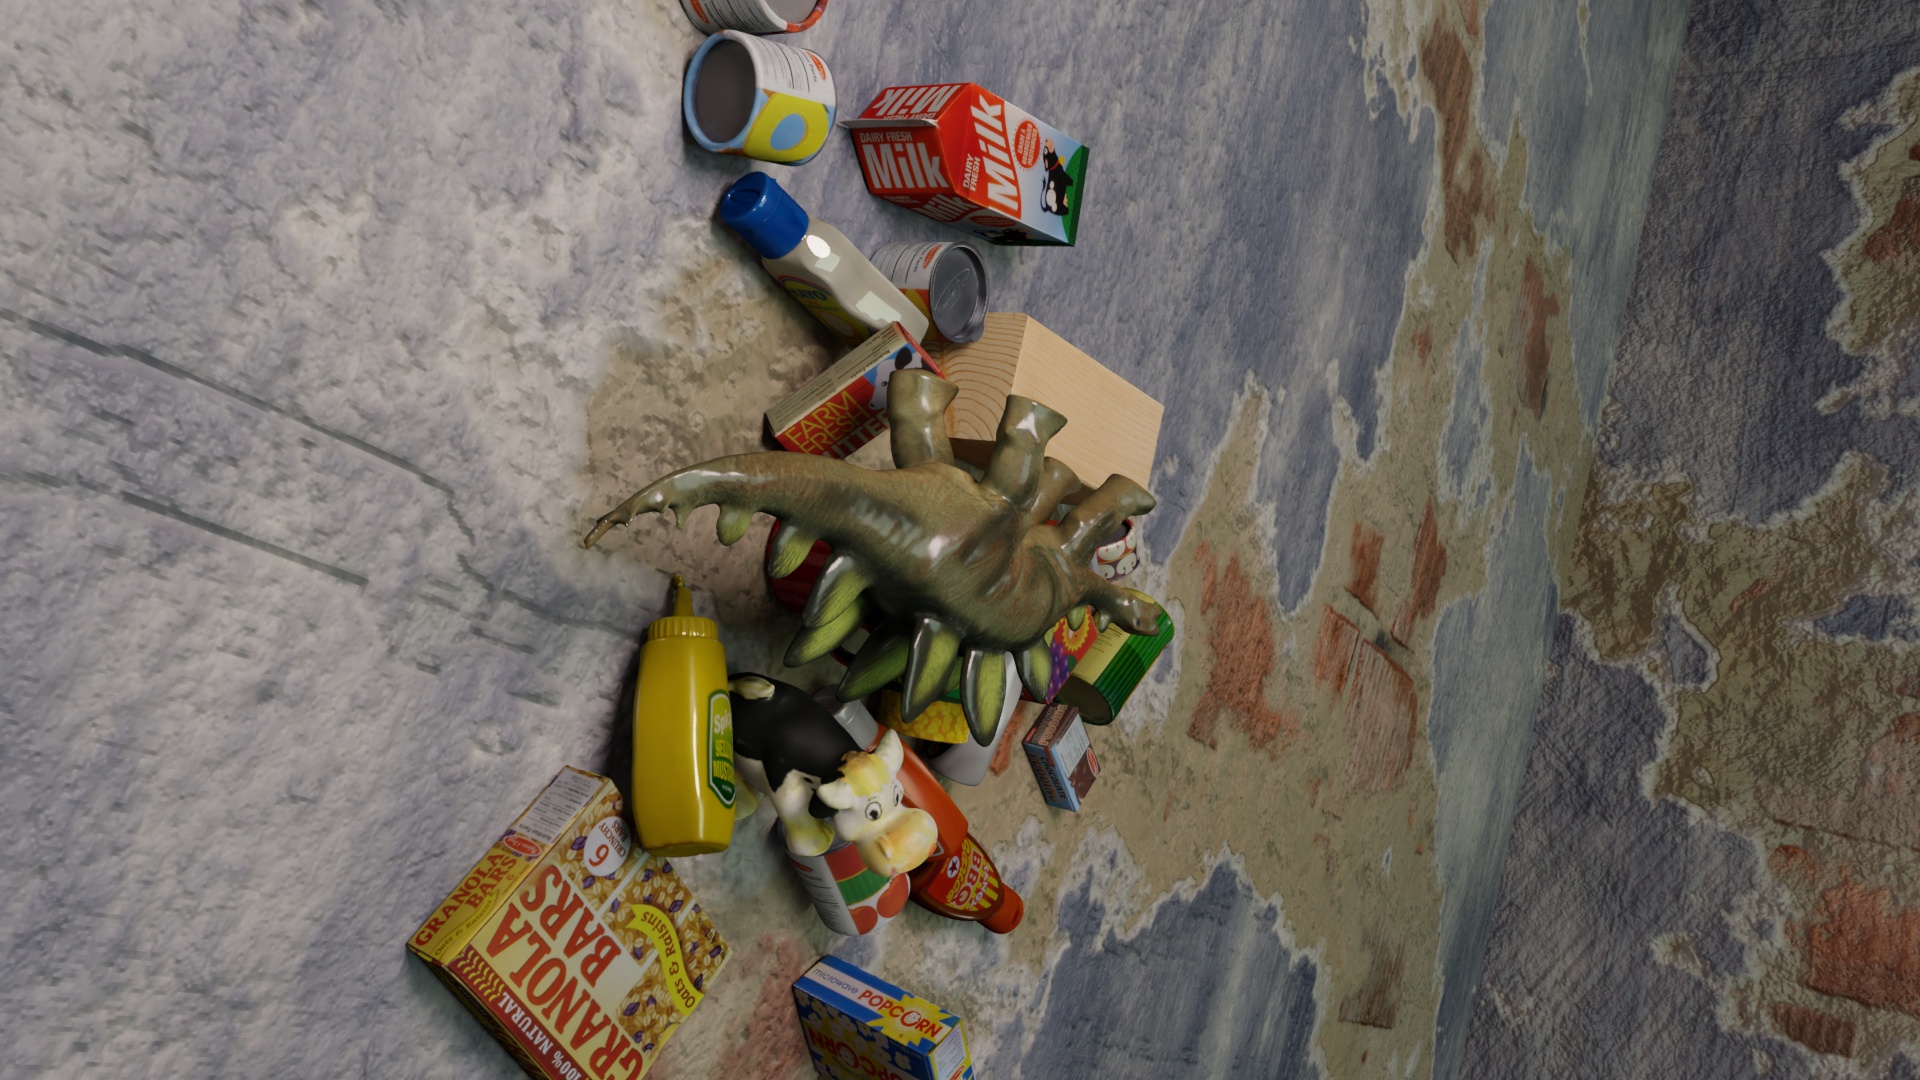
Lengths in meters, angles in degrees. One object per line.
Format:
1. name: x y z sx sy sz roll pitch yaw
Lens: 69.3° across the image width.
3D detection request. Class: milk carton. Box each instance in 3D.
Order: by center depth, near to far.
1. milk carton: 0.005 -0.253 0.928 0.191 0.072 0.073 6 93 -54

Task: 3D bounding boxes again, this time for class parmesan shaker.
1. parmesan shaker: 0.125 0.098 1.172 0.103 0.071 0.071 -49 134 -31

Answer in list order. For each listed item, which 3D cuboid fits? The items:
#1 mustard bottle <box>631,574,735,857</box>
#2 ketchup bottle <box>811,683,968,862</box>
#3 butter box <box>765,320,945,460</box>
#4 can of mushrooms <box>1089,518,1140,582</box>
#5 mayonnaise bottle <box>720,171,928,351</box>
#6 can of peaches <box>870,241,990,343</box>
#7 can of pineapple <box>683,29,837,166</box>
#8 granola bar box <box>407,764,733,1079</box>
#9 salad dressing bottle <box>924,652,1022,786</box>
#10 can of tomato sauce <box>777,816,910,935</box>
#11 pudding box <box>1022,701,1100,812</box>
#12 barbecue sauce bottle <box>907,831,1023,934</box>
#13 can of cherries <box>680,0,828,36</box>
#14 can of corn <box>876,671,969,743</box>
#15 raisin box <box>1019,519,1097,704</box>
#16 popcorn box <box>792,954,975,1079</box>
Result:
1. mustard bottle: -0.155 0.094 0.780 0.065 0.049 0.160 63 21 -71
2. ketchup bottle: -0.054 0.159 0.946 0.148 0.064 0.044 58 44 -31
3. butter box: -0.064 -0.087 0.857 0.103 0.024 0.053 -34 140 10
4. can of mushrooms: 0.113 0.005 1.135 0.071 0.071 0.033 -38 125 -44
5. mayonnaise bottle: -0.083 -0.162 0.838 0.148 0.065 0.041 39 71 -46
6. can of peaches: -0.022 -0.163 0.923 0.071 0.058 0.071 -16 110 -52
7. can of pineapple: -0.113 -0.244 0.774 0.058 0.071 0.071 -6 102 -50
8. granola bar box: -0.207 0.226 0.766 0.125 0.039 0.164 -52 135 -34
9. salad dressing bottle: 0.023 0.105 1.019 0.044 0.064 0.147 24 93 -13
10. can of tomato sauce: -0.074 0.209 0.920 0.071 0.071 0.082 -49 134 -37
11. pudding box: 0.086 0.182 1.166 0.050 0.030 0.083 -53 136 -35
12. barbecue sauce bottle: 0.001 0.259 1.055 0.148 0.043 0.065 49 58 -47
13. can of cherries: -0.112 -0.314 0.766 0.072 0.058 0.071 -16 110 -51
14. can of corn: -0.024 0.107 0.971 0.071 0.071 0.058 15 85 -54
15. raisin box: 0.059 0.056 1.095 0.086 0.040 0.123 -50 133 -36
16. popcorn box: -0.050 0.340 0.931 0.038 0.127 0.085 -33 123 -41
